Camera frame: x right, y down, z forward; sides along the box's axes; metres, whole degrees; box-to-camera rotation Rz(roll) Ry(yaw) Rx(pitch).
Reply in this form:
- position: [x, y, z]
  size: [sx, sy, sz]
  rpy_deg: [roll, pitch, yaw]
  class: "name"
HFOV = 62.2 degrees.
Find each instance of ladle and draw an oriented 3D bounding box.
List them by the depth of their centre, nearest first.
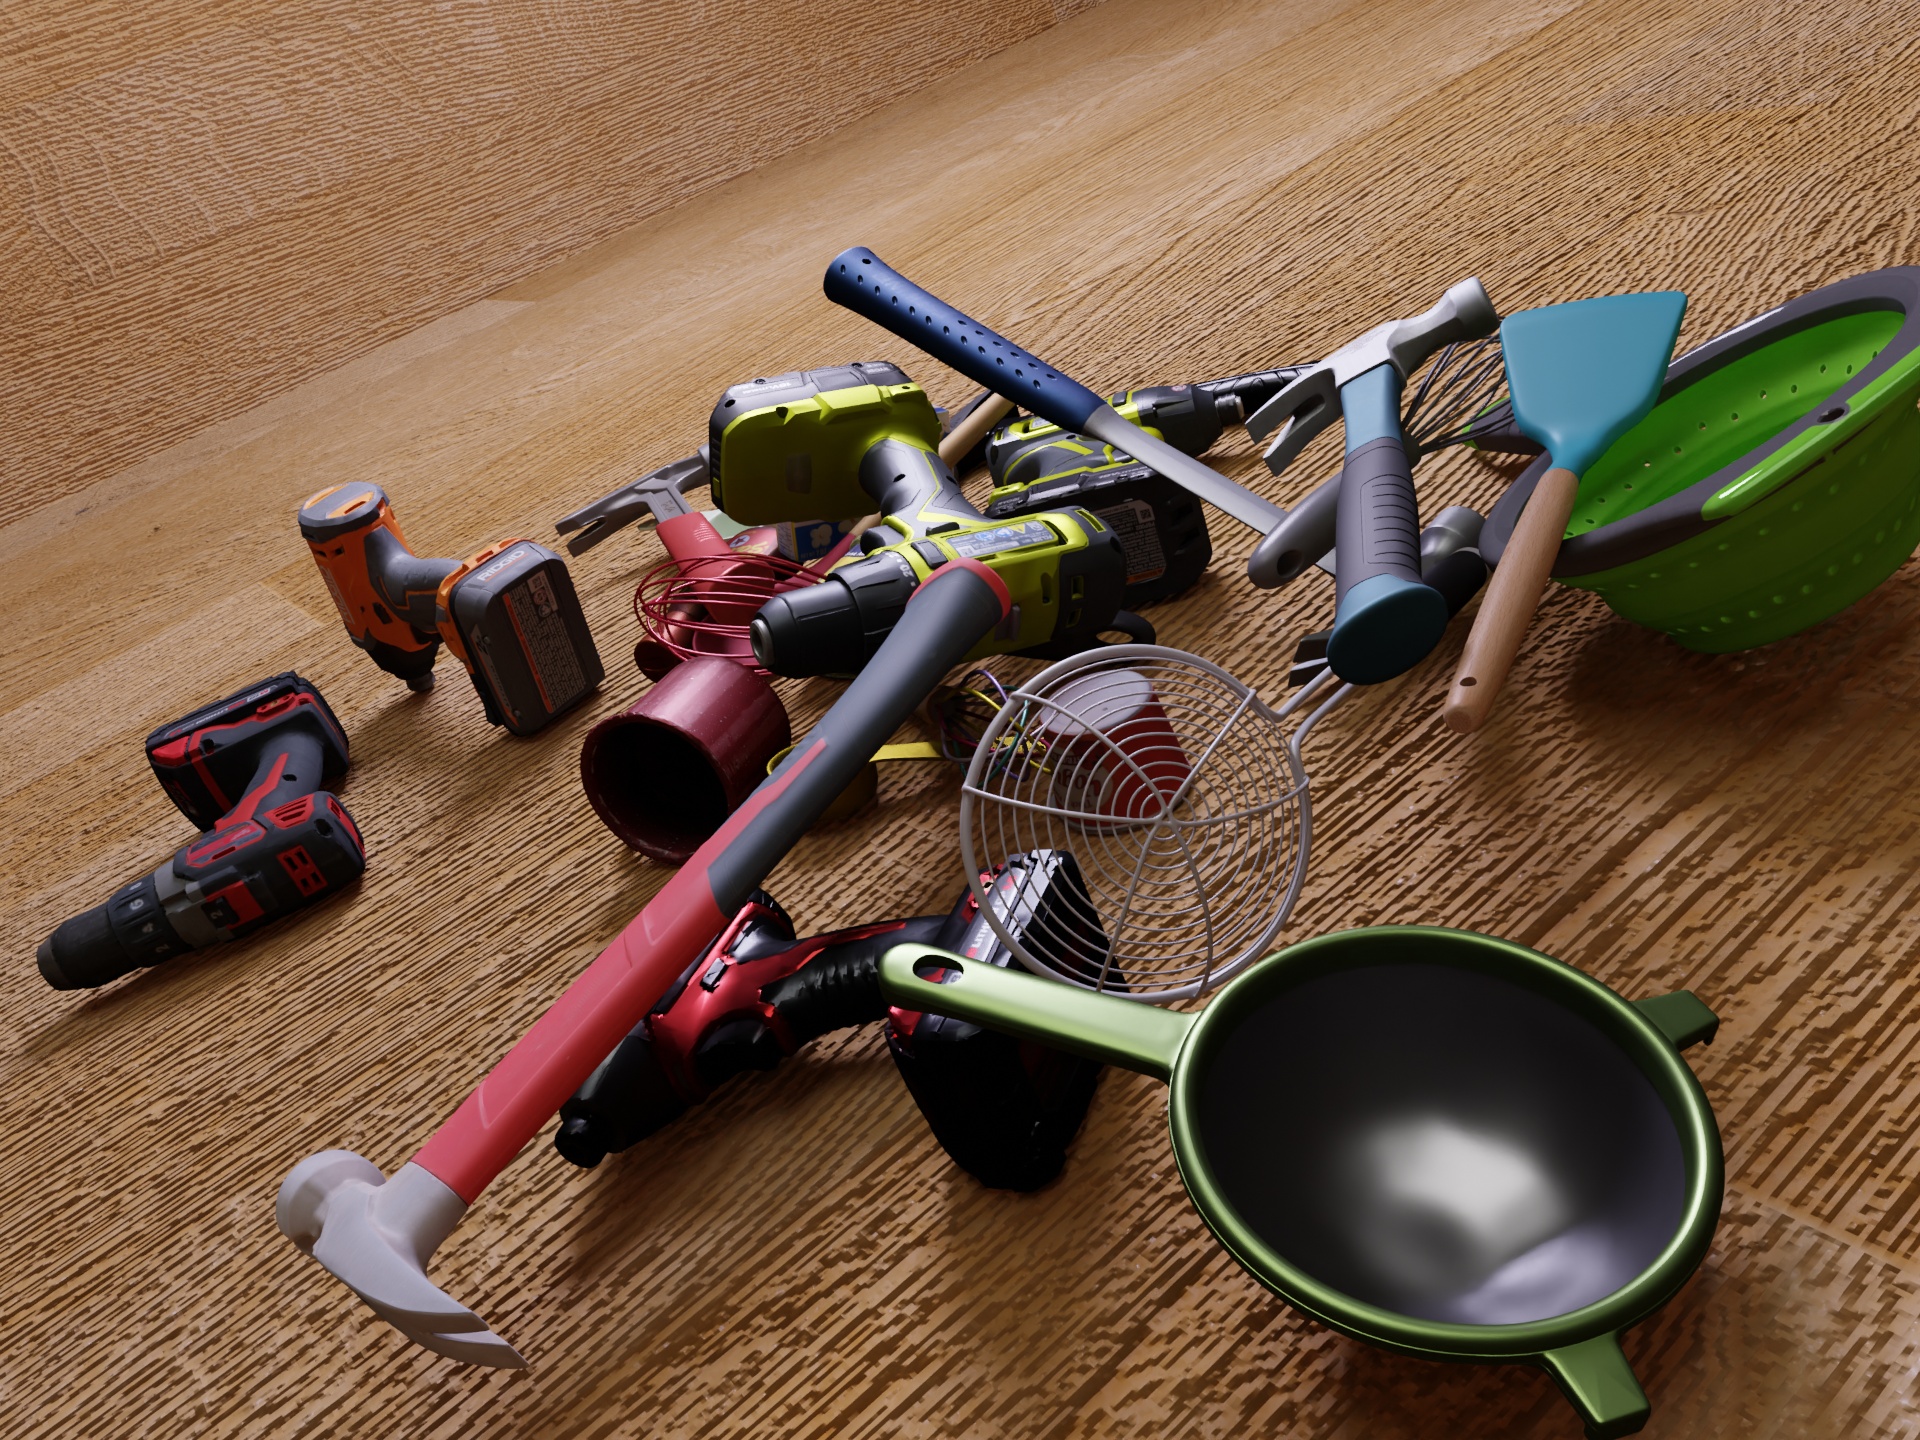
- position: [-0.053, -0.138, 1.059]
  size: [0.069, 0.031, 0.315]
  rpy_deg: [36, 73, 32]
  class: "ladle"

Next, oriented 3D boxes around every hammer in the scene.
- position: [-0.088, 0.067, 0.625]
  size: [0.143, 0.038, 0.386]
  rpy_deg: [7, 46, 46]
  class: "hammer"
- position: [0.183, -0.109, 0.696]
  size: [0.128, 0.033, 0.331]
  rpy_deg: [-26, 21, 26]
  class: "hammer"
- position: [0.079, -0.158, 0.870]
  size: [0.406, 0.035, 0.144]
  rpy_deg: [35, 57, 24]
  class: "hammer"
- position: [-0.196, -0.123, 1.100]
  size: [0.149, 0.036, 0.359]
  rpy_deg: [-30, 25, -6]
  class: "hammer"
- position: [0.135, -0.225, 1.143]
  size: [0.335, 0.035, 0.146]
  rpy_deg: [-5, 33, 28]
  class: "hammer"

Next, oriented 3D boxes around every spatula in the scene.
- position: [0.232, -0.093, 0.637]
  size: [0.082, 0.044, 0.318]
  rpy_deg: [0, 32, 31]
  class: "spatula"

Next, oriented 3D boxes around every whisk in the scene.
- position: [0.000, -0.001, 0.790]
  size: [0.047, 0.051, 0.245]
  rpy_deg: [17, 1, -15]
  class: "whisk"
- position: [0.224, -0.135, 0.810]
  size: [0.239, 0.055, 0.055]
  rpy_deg: [-40, 33, -24]
  class: "whisk"
- position: [-0.040, -0.053, 0.882]
  size: [0.296, 0.073, 0.073]
  rpy_deg: [4, 33, 8]
  class: "whisk"

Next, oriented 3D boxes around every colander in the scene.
- position: [0.335, -0.111, 0.761]
  size: [0.204, 0.094, 0.397]
  rpy_deg: [-37, 10, 6]
  class: "colander"

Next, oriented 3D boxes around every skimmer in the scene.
- position: [0.134, -0.006, 0.662]
  size: [0.090, 0.127, 0.363]
  rpy_deg: [-33, -1, 38]
  class: "skimmer"

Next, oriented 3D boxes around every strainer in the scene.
- position: [0.091, 0.125, 0.489]
  size: [0.256, 0.069, 0.151]
  rpy_deg: [11, 40, 25]
  class: "strainer"

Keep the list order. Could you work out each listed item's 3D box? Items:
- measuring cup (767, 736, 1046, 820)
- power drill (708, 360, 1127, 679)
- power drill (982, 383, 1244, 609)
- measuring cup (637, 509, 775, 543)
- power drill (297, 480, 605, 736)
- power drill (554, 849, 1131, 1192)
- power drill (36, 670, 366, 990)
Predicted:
- position: [-0.022, 0.028, 0.827]
  size: [0.156, 0.029, 0.062]
  rpy_deg: [-4, 23, 7]
  class: "measuring cup"
- position: [-0.048, -0.102, 0.837]
  size: [0.190, 0.080, 0.229]
  rpy_deg: [-15, 41, -24]
  class: "power drill"
- position: [0.094, -0.150, 0.999]
  size: [0.171, 0.080, 0.223]
  rpy_deg: [-13, 26, 16]
  class: "power drill"
- position: [-0.186, -0.139, 1.213]
  size: [0.168, 0.038, 0.083]
  rpy_deg: [3, 36, 41]
  class: "measuring cup"
- position: [-0.353, -0.067, 1.100]
  size: [0.227, 0.164, 0.084]
  rpy_deg: [19, 47, 34]
  class: "power drill"
- position: [-0.057, 0.120, 0.631]
  size: [0.220, 0.078, 0.143]
  rpy_deg: [-7, 31, 31]
  class: "power drill"
- position: [-0.472, 0.072, 1.002]
  size: [0.188, 0.080, 0.227]
  rpy_deg: [-26, 31, -8]
  class: "power drill"
